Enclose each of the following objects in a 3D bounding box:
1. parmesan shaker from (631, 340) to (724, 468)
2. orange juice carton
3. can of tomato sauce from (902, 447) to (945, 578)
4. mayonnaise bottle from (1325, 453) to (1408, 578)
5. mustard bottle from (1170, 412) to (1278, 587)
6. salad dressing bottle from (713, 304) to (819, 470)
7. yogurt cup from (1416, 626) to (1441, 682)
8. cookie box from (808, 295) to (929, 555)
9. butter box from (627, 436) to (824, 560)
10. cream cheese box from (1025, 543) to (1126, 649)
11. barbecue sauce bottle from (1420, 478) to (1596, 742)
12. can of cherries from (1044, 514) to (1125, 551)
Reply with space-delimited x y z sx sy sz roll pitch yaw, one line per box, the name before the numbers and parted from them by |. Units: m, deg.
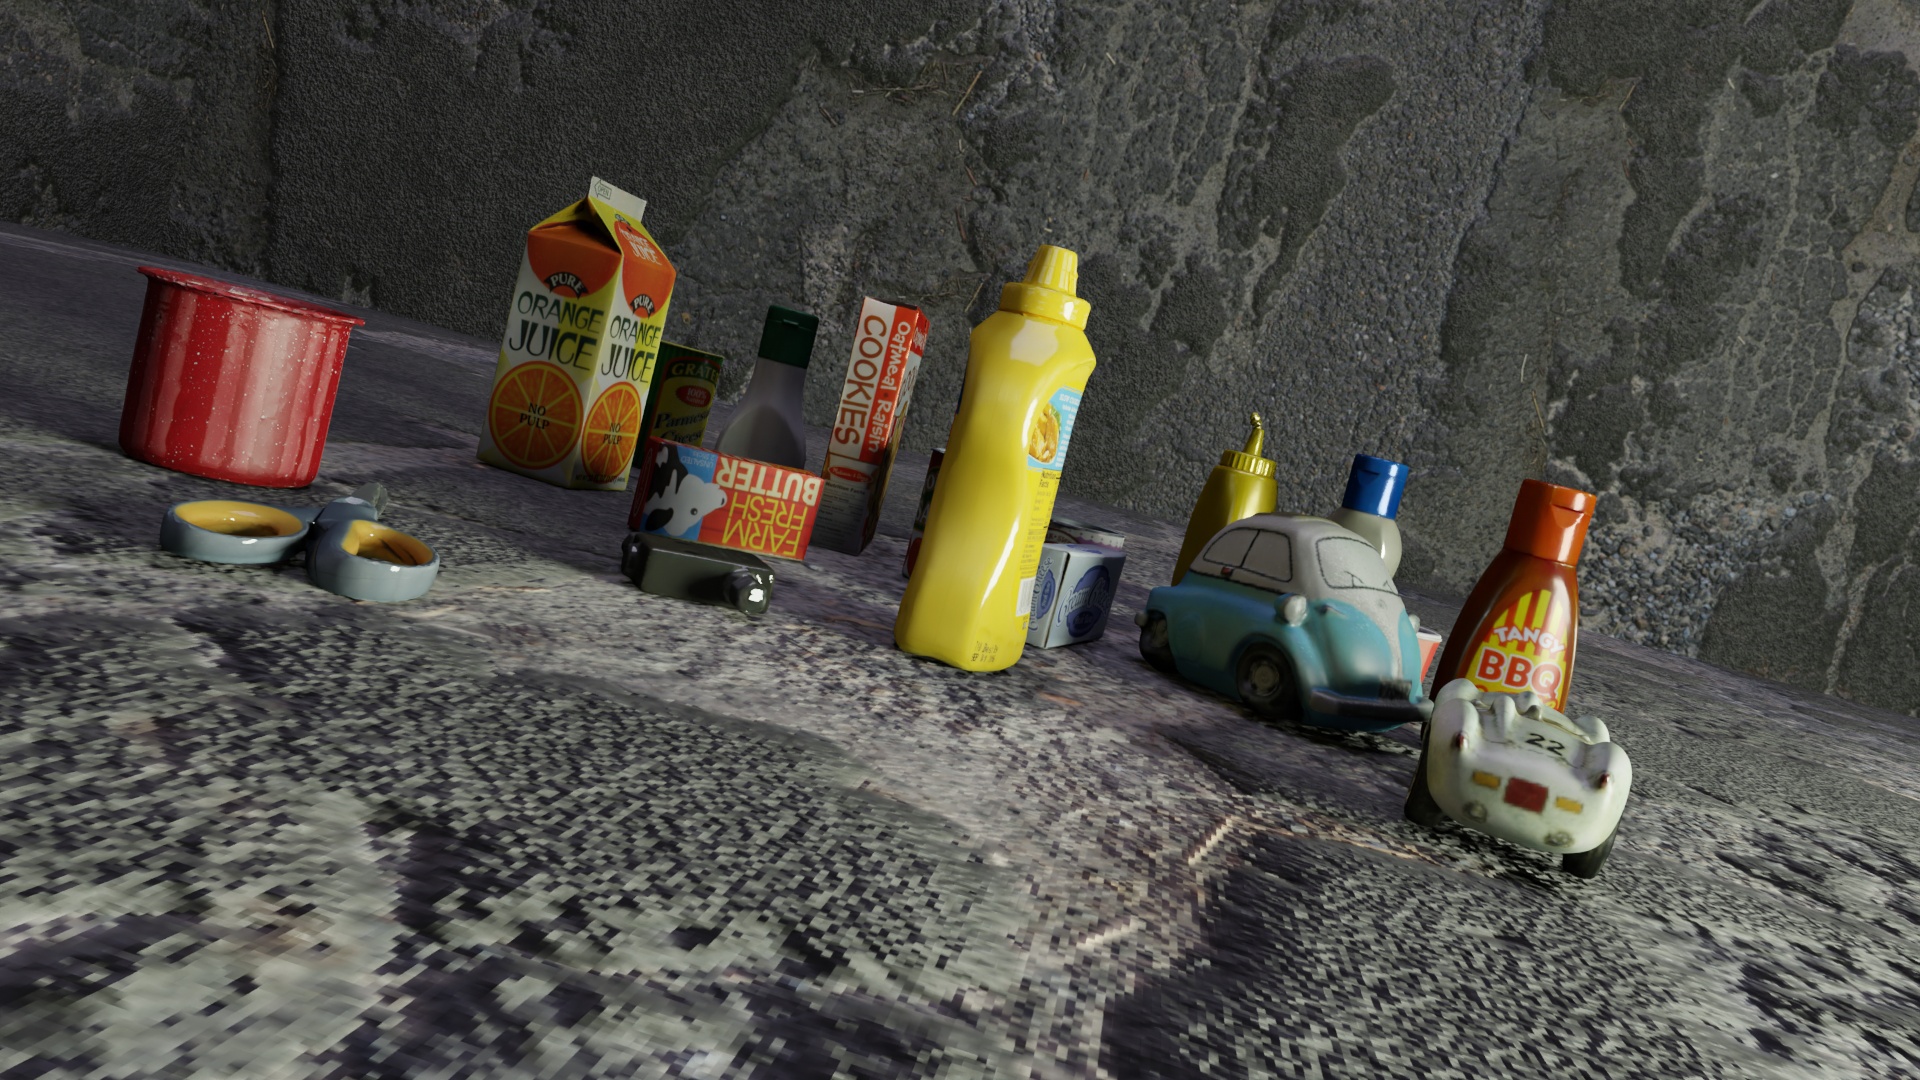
parmesan shaker | -0.235 -0.108 1.130 0.071 0.103 0.071 14 5 -1
orange juice carton | -0.243 -0.134 0.900 0.073 0.192 0.072 16 5 16
can of tomato sauce | 0.003 -0.011 0.873 0.071 0.083 0.071 14 5 -1
mayonnaise bottle | 0.264 0.017 0.937 0.065 0.148 0.041 19 6 40
mustard bottle | 0.196 -0.013 0.994 0.049 0.160 0.065 12 5 -29
salad dressing bottle | -0.134 -0.090 0.979 0.064 0.147 0.044 14 5 -5
yogurt cup | 0.242 0.071 0.818 0.072 0.054 0.072 14 5 -1
cookie box | -0.061 -0.079 0.957 0.040 0.167 0.123 15 5 0
butter box | -0.132 -0.022 0.790 0.103 0.053 0.024 11 6 -32
cream cheese box | 0.060 0.029 0.767 0.024 0.053 0.104 17 6 23
barbecue sauce bottle | 0.287 0.044 0.714 0.065 0.148 0.044 14 5 -1
can of cherries | 0.067 0.016 0.899 0.071 0.058 0.071 14 5 -1
